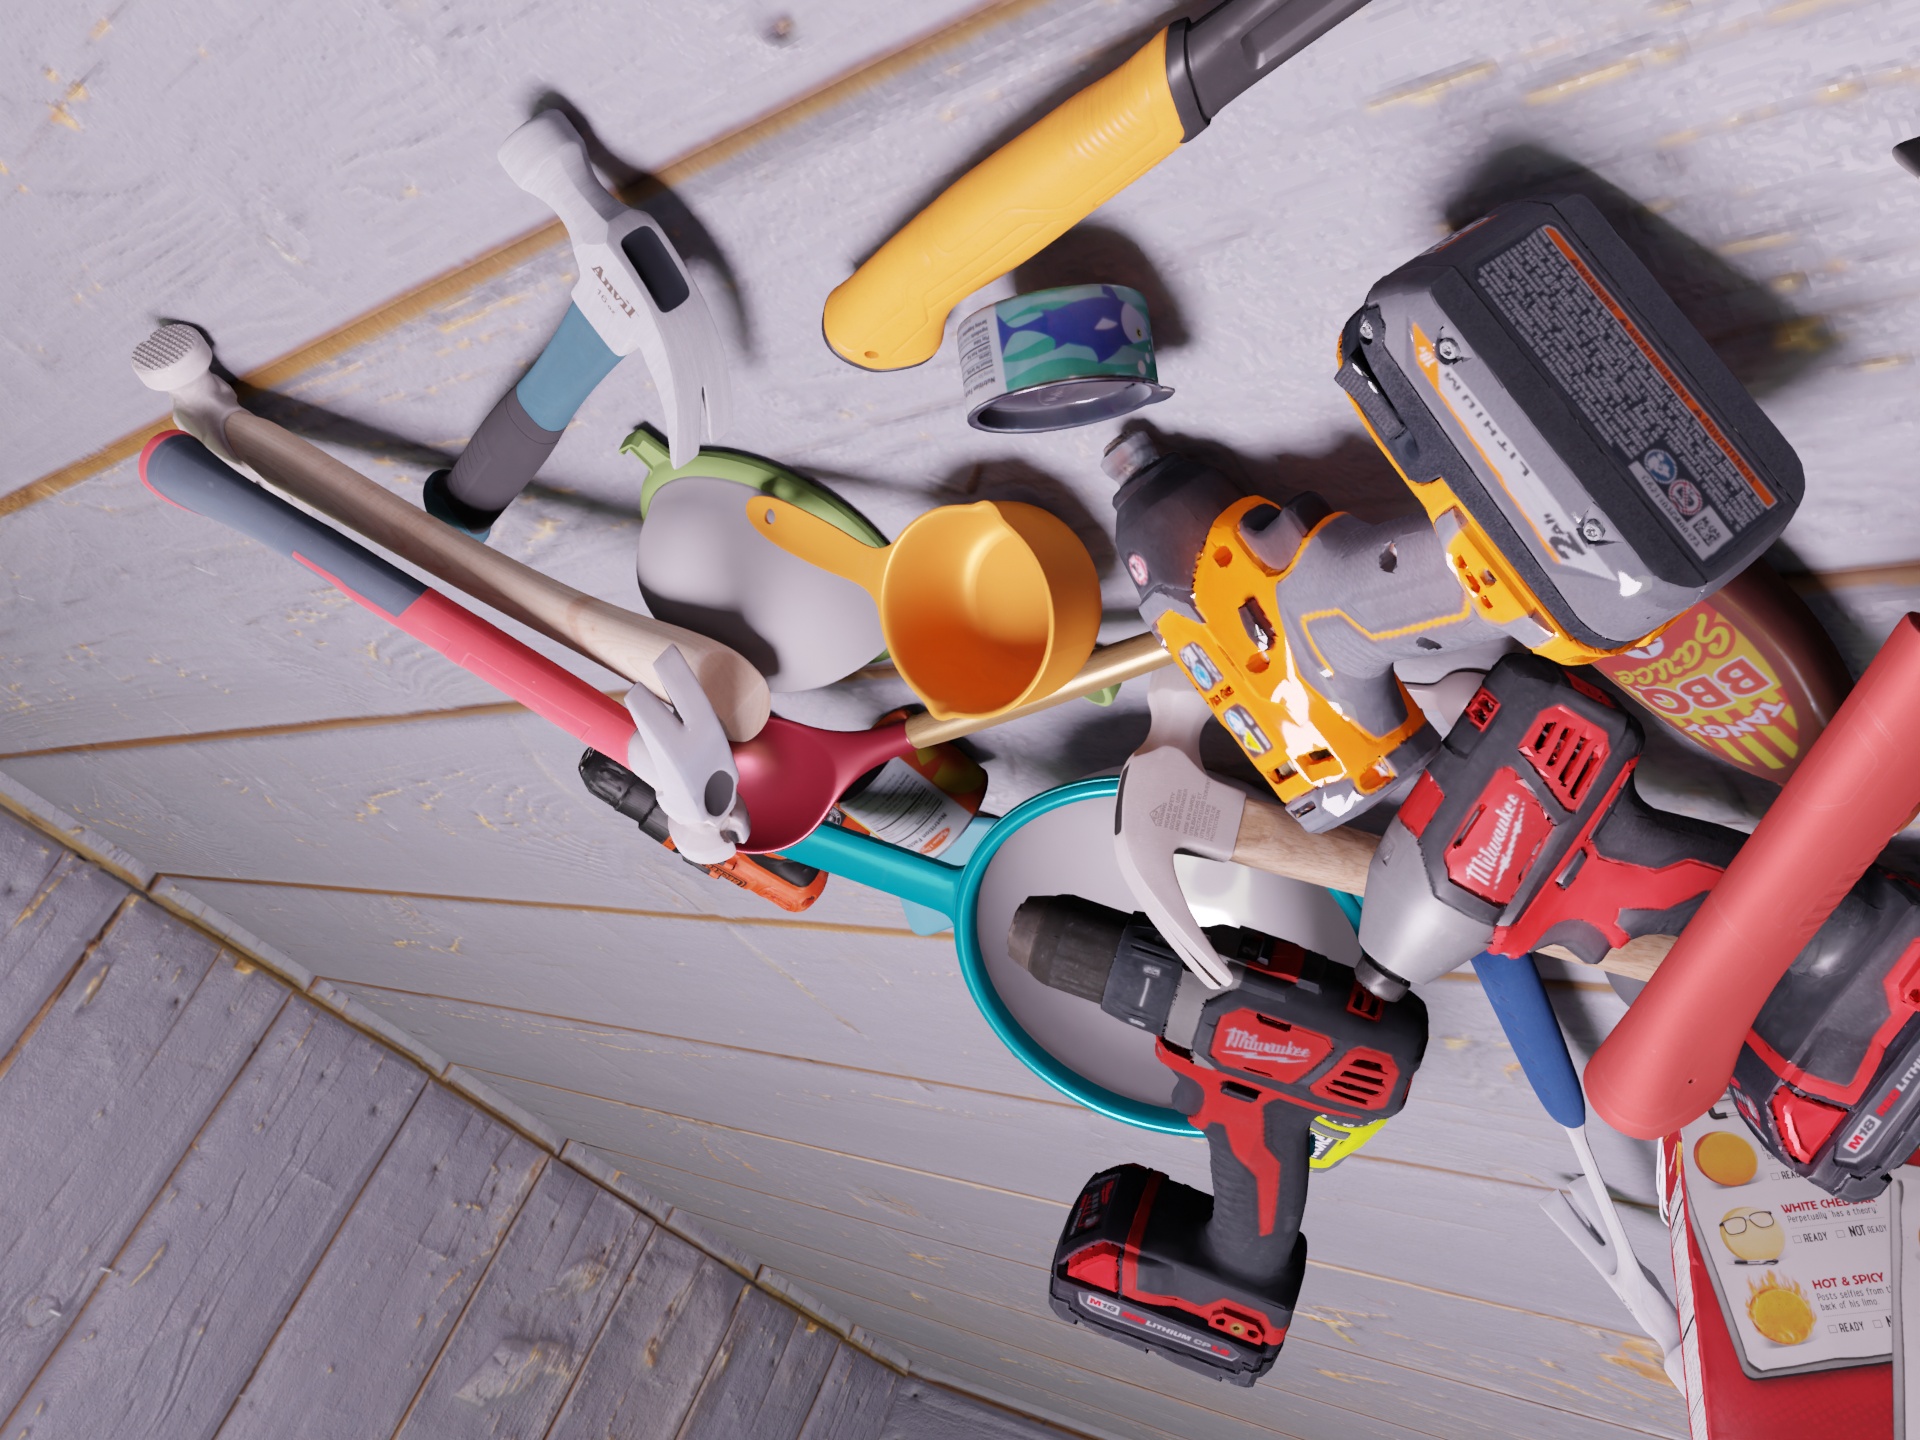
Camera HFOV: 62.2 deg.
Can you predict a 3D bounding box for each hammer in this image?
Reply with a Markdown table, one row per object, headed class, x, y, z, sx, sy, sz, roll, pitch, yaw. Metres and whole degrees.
| class | x | y | z | sx | sy | sz | roll | pitch | yaw |
| --- | --- | --- | --- | --- | --- | --- | --- | --- | --- |
| hammer | -0.267 | -0.063 | 0.764 | 0.386 | 0.038 | 0.143 | 29 | 155 | 21 |
| hammer | -0.194 | -0.141 | 0.722 | 0.128 | 0.033 | 0.331 | 52 | 151 | -11 |
| hammer | 0.041 | -0.169 | 0.444 | 0.127 | 0.034 | 0.337 | 12 | 165 | -29 |
| hammer | -0.258 | -0.080 | 0.813 | 0.411 | 0.038 | 0.146 | 27 | 154 | 26 |
| hammer | 0.319 | 0.208 | 0.842 | 0.405 | 0.035 | 0.144 | 57 | -178 | -34 |
| hammer | 0.225 | 0.078 | 0.673 | 0.331 | 0.130 | 0.031 | 16 | 164 | 0 |
| hammer | 0.246 | 0.010 | 0.441 | 0.149 | 0.037 | 0.358 | -1 | 136 | -9 |

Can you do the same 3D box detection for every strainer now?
| class | x | y | z | sx | sy | sz | roll | pitch | yaw |
| --- | --- | --- | --- | --- | --- | --- | --- | --- | --- |
| strainer | -0.053 | -0.038 | 0.753 | 0.256 | 0.069 | 0.151 | 20 | 152 | 16 |
| strainer | 0.050 | 0.080 | 0.809 | 0.340 | 0.095 | 0.210 | 17 | 124 | 14 |

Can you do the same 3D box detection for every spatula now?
| class | x | y | z | sx | sy | sz | roll | pitch | yaw |
| --- | --- | --- | --- | --- | --- | --- | --- | --- | --- |
| spatula | 0.103 | 0.095 | 0.874 | 0.318 | 0.044 | 0.082 | 4 | 118 | 34 |

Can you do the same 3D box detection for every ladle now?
| class | x | y | z | sx | sy | sz | roll | pitch | yaw |
| --- | --- | --- | --- | --- | --- | --- | --- | --- | --- |
| ladle | -0.001 | -0.002 | 0.720 | 0.315 | 0.031 | 0.069 | -19 | 98 | 30 |

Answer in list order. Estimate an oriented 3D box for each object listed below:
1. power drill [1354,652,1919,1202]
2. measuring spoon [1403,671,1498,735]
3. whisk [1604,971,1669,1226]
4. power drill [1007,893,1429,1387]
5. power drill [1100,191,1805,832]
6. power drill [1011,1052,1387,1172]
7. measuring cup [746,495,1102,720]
| class | x | y | z | sx | sy | sz | roll | pitch | yaw |
| --- | --- | --- | --- | --- | --- | --- | --- | --- | --- |
| power drill | 0.264 | 0.083 | 0.606 | 0.219 | 0.143 | 0.078 | 28 | -165 | -3 |
| measuring spoon | 0.172 | -0.004 | 0.665 | 0.124 | 0.018 | 0.034 | 2 | 144 | 41 |
| whisk | 0.360 | 0.184 | 0.789 | 0.070 | 0.070 | 0.284 | 2 | 139 | 40 |
| power drill | 0.099 | 0.189 | 0.750 | 0.188 | 0.080 | 0.226 | 17 | 121 | 12 |
| power drill | 0.129 | -0.064 | 0.512 | 0.164 | 0.084 | 0.226 | 54 | 155 | 5 |
| power drill | 0.154 | 0.194 | 0.971 | 0.228 | 0.080 | 0.190 | 20 | 153 | 9 |
| measuring cup | -0.016 | -0.065 | 0.681 | 0.174 | 0.052 | 0.095 | 28 | 117 | 31 |
